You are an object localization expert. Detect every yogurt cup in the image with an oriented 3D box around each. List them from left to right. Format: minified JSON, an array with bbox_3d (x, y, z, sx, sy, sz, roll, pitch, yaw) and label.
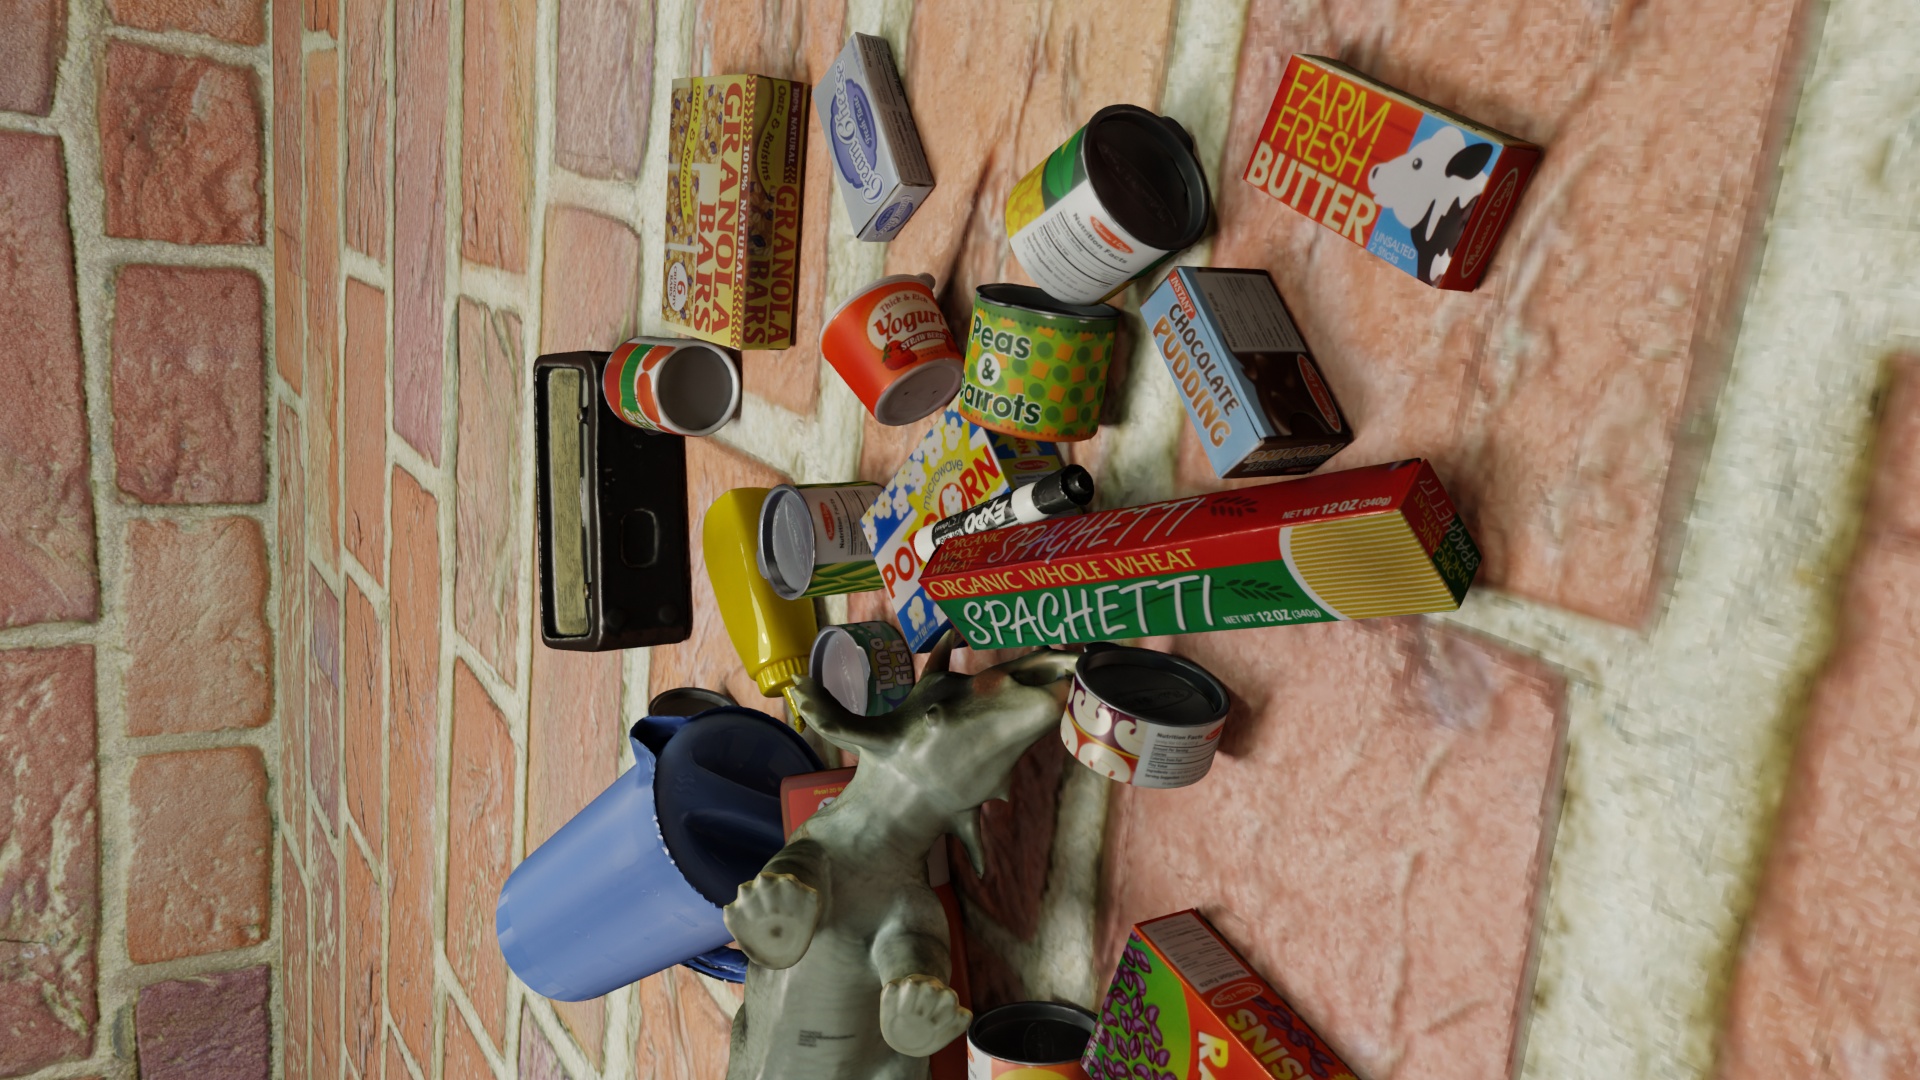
[{"bbox_3d":[-0.033,-0.097,0.727,0.054,0.072,0.072,58,137,22],"label":"yogurt cup"}]

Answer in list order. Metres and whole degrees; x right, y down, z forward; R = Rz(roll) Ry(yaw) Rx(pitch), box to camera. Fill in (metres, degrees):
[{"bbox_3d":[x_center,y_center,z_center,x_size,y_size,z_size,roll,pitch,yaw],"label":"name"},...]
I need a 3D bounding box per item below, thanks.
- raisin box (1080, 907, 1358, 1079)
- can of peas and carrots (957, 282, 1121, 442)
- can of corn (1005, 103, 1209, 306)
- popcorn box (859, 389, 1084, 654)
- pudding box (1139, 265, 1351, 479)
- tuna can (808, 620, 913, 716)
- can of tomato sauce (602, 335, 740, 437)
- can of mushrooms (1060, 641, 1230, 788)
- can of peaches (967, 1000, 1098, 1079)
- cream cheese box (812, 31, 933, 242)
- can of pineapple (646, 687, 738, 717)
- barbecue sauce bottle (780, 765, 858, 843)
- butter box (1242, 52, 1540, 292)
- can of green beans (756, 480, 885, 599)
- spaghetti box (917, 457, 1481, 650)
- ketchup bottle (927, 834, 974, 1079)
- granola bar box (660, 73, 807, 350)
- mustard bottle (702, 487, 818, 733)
[{"bbox_3d":[0.110,0.227,0.574,0.124,0.040,0.085,42,125,44],"label":"raisin box"},{"bbox_3d":[0.033,-0.081,0.627,0.071,0.071,0.058,32,119,49],"label":"can of peas and carrots"},{"bbox_3d":[0.062,-0.142,0.588,0.058,0.071,0.071,-28,70,53],"label":"can of corn"},{"bbox_3d":[0.003,-0.009,0.705,0.126,0.038,0.085,-48,55,45],"label":"popcorn box"},{"bbox_3d":[0.110,-0.066,0.539,0.030,0.050,0.084,-48,55,47],"label":"pudding box"},{"bbox_3d":[-0.057,0.079,0.801,0.071,0.033,0.071,8,100,54],"label":"tuna can"},{"bbox_3d":[-0.199,-0.105,0.956,0.083,0.071,0.071,13,104,53],"label":"can of tomato sauce"},{"bbox_3d":[0.076,0.072,0.585,0.071,0.071,0.033,37,123,47],"label":"can of mushrooms"},{"bbox_3d":[0.039,0.259,0.657,0.071,0.071,0.058,7,99,54],"label":"can of peaches"},{"bbox_3d":[-0.050,-0.224,0.772,0.053,0.024,0.104,-39,62,49],"label":"cream cheese box"},{"bbox_3d":[-0.188,0.144,0.960,0.071,0.071,0.057,43,127,44],"label":"can of pineapple"},{"bbox_3d":[-0.064,0.205,0.795,0.043,0.065,0.148,62,-161,-82],"label":"barbecue sauce bottle"},{"bbox_3d":[0.151,-0.134,0.498,0.104,0.024,0.053,46,128,42],"label":"butter box"},{"bbox_3d":[-0.076,-0.001,0.799,0.071,0.058,0.071,8,100,54],"label":"can of green beans"},{"bbox_3d":[0.080,0.012,0.560,0.249,0.029,0.050,-10,126,47],"label":"spaghetti box"},{"bbox_3d":[-0.020,0.224,0.753,0.064,0.043,0.149,-14,81,63],"label":"ketchup bottle"},{"bbox_3d":[-0.149,-0.212,0.899,0.124,0.039,0.165,22,110,52],"label":"granola bar box"},{"bbox_3d":[-0.120,0.047,0.873,0.065,0.049,0.160,-42,60,48],"label":"mustard bottle"}]
